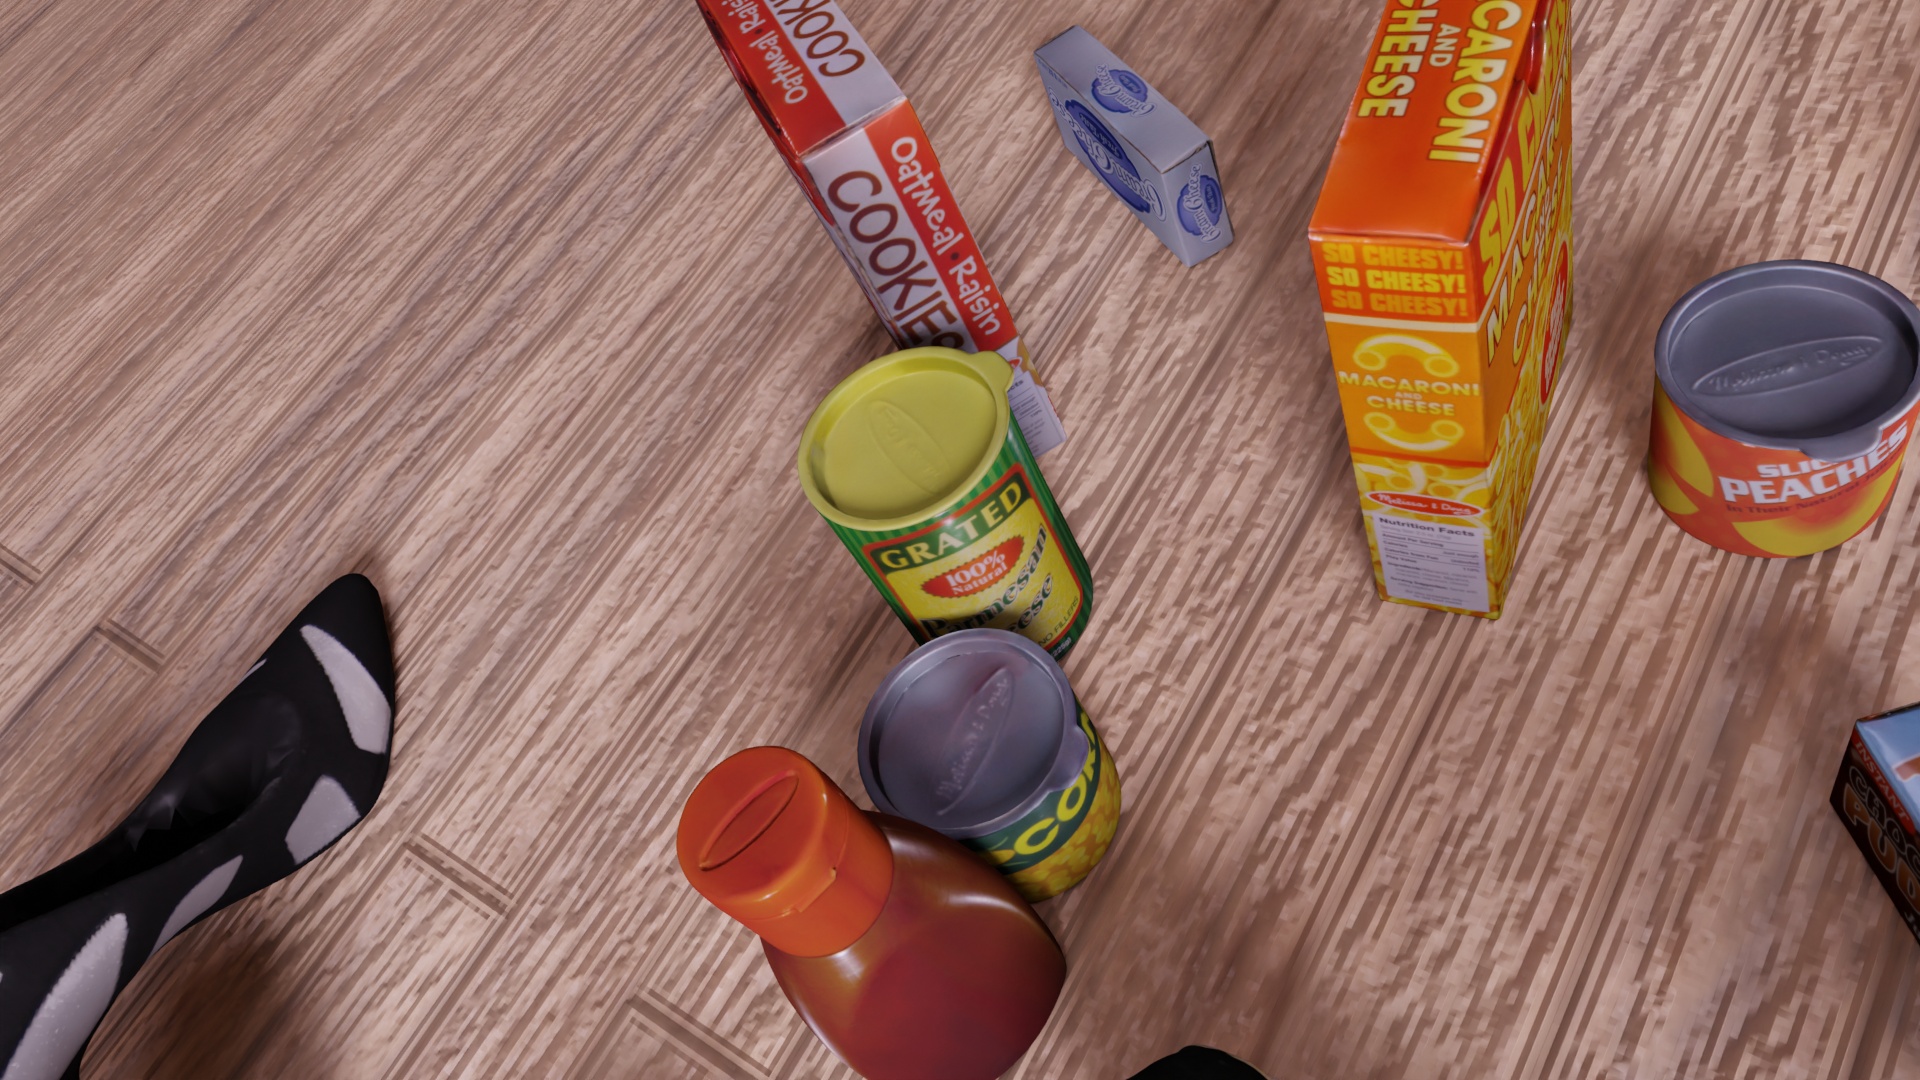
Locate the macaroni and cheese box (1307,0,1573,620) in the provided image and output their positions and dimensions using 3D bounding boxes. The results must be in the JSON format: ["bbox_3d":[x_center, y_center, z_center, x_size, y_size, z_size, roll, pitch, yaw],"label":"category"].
[{"bbox_3d":[0.143,-0.073,0.392,0.040,0.166,0.124,9,62,28],"label":"macaroni and cheese box"}]

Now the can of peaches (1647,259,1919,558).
[{"bbox_3d":[0.234,-0.035,0.397,0.071,0.058,0.071,-11,54,16],"label":"can of peaches"}]

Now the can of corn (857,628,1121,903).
[{"bbox_3d":[0.013,0.070,0.417,0.071,0.058,0.071,-11,54,16],"label":"can of corn"}]

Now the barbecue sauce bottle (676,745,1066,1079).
[{"bbox_3d":[-0.020,0.099,0.353,0.065,0.148,0.044,-44,52,-10],"label":"barbecue sauce bottle"}]

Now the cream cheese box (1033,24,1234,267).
[{"bbox_3d":[0.069,-0.158,0.555,0.024,0.053,0.104,-33,51,-1],"label":"cream cheese box"}]

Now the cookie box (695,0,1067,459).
[{"bbox_3d":[-0.028,-0.113,0.491,0.040,0.166,0.123,-31,51,1],"label":"cookie box"}]

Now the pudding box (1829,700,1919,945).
[{"bbox_3d":[0.239,0.082,0.319,0.030,0.049,0.084,-20,52,9],"label":"pudding box"}]

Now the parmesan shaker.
[{"bbox_3d":[0.002,-0.006,0.445,0.071,0.102,0.071,-11,54,16],"label":"parmesan shaker"}]
